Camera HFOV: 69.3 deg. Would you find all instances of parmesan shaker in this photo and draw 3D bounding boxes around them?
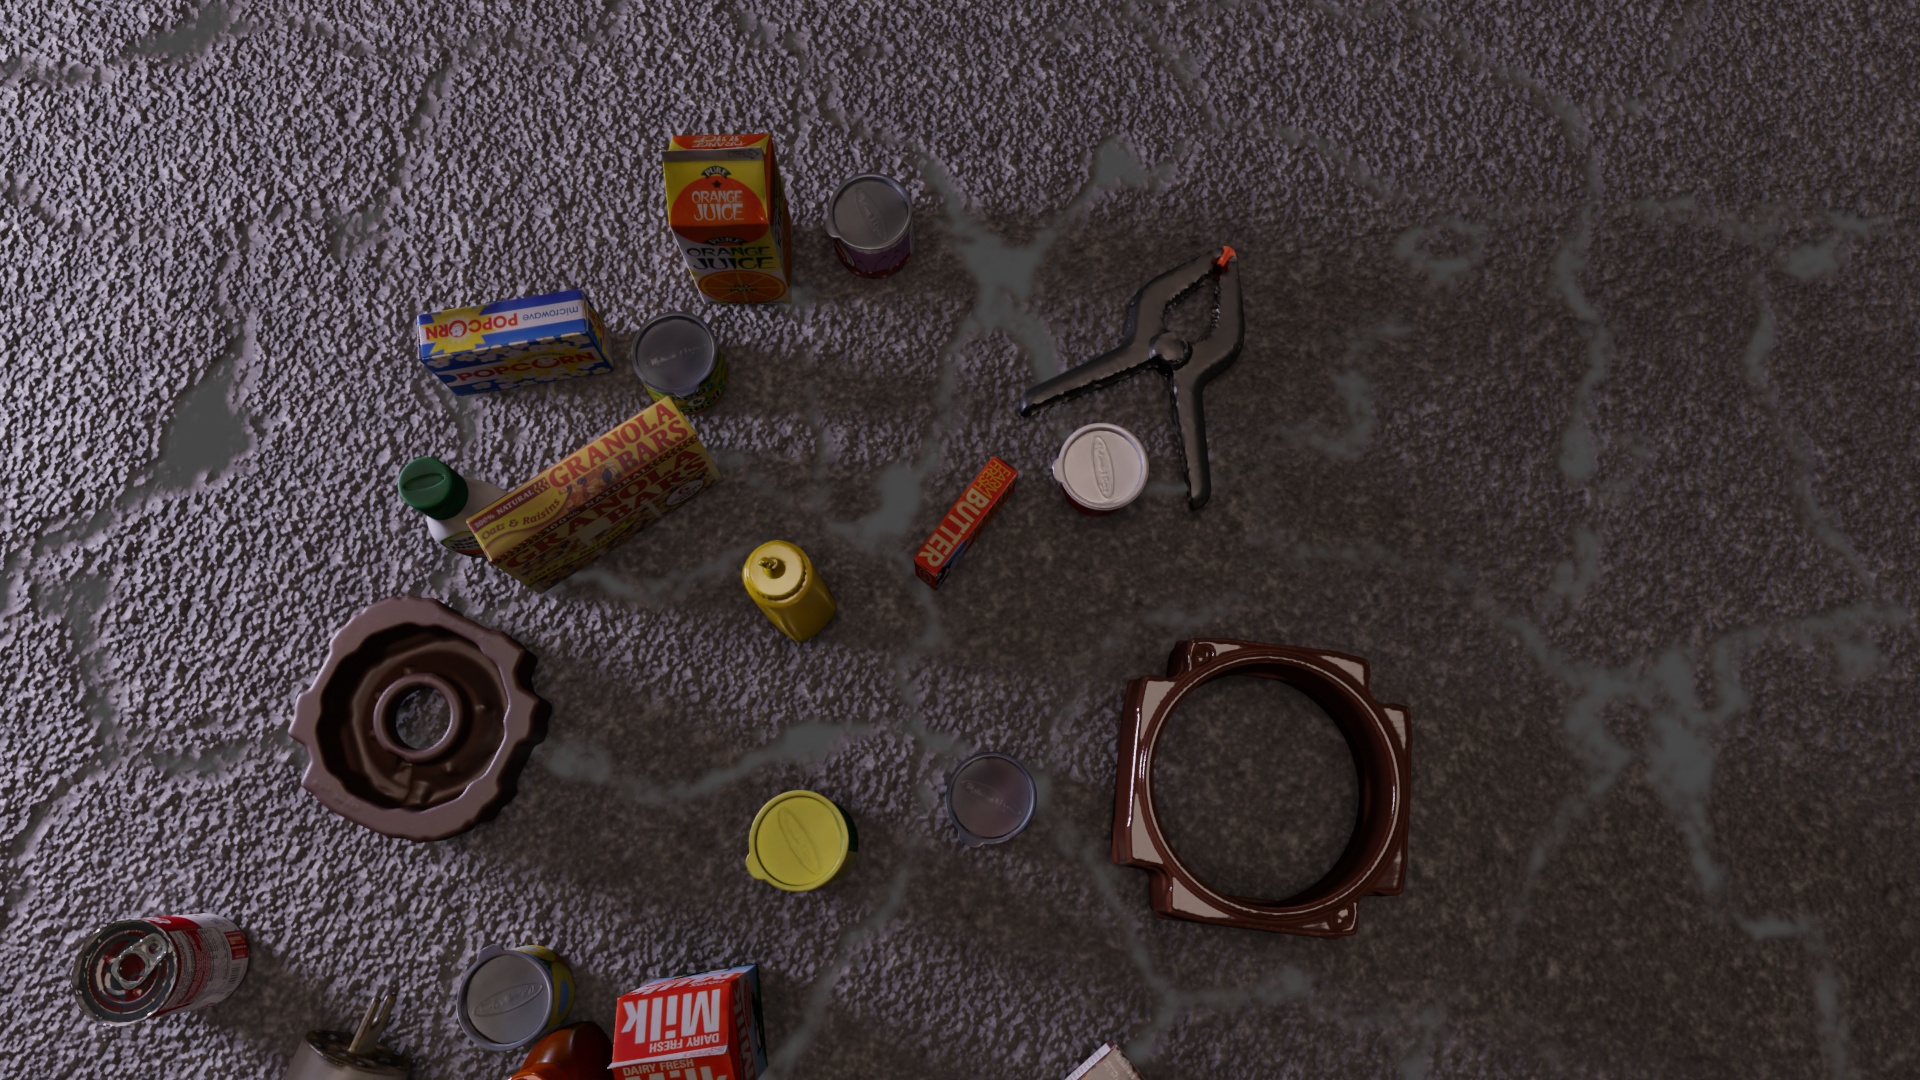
[{"bbox_3d":[-0.110,0.212,0.973,0.071,0.103,0.071,0,77,-1],"label":"parmesan shaker"}]

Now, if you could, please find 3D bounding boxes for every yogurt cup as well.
[{"bbox_3d":[0.107,-0.050,1.063,0.072,0.054,0.072,0,77,-1],"label":"yogurt cup"}]

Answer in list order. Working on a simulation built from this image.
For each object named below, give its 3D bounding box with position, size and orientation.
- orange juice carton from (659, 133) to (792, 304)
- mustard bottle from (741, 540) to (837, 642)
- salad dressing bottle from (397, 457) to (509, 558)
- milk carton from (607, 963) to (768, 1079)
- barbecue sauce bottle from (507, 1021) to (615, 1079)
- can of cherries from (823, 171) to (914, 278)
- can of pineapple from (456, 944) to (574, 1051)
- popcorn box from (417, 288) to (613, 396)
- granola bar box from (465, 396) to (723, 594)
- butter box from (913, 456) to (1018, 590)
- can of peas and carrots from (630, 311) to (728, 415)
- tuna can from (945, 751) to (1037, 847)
[{"bbox_3d":[-0.170,-0.244,1.034,0.072,0.192,0.073,-1,77,-1],"label":"orange juice carton"},{"bbox_3d":[-0.124,0.031,0.986,0.049,0.160,0.065,-44,81,-9],"label":"mustard bottle"},{"bbox_3d":[-0.361,-0.024,1.002,0.064,0.147,0.044,-15,78,-4],"label":"salad dressing bottle"},{"bbox_3d":[-0.173,0.323,0.901,0.072,0.190,0.073,-8,77,-2],"label":"milk carton"},{"bbox_3d":[-0.264,0.357,0.913,0.044,0.148,0.065,-18,78,-5],"label":"barbecue sauce bottle"},{"bbox_3d":[-0.073,-0.249,1.105,0.071,0.058,0.071,0,77,-1],"label":"can of cherries"},{"bbox_3d":[-0.309,0.316,0.969,0.071,0.057,0.071,0,77,-1],"label":"can of pineapple"},{"bbox_3d":[-0.338,-0.150,1.065,0.127,0.085,0.038,-10,78,-3],"label":"popcorn box"},{"bbox_3d":[-0.263,-0.031,1.017,0.166,0.124,0.039,-33,80,-8],"label":"granola bar box"},{"bbox_3d":[0.004,-0.013,1.053,0.024,0.053,0.104,37,79,7],"label":"butter box"},{"bbox_3d":[-0.216,-0.134,1.076,0.071,0.058,0.071,0,77,-1],"label":"can of peas and carrots"},{"bbox_3d":[0.021,0.191,1.015,0.071,0.032,0.071,0,77,-1],"label":"tuna can"}]
